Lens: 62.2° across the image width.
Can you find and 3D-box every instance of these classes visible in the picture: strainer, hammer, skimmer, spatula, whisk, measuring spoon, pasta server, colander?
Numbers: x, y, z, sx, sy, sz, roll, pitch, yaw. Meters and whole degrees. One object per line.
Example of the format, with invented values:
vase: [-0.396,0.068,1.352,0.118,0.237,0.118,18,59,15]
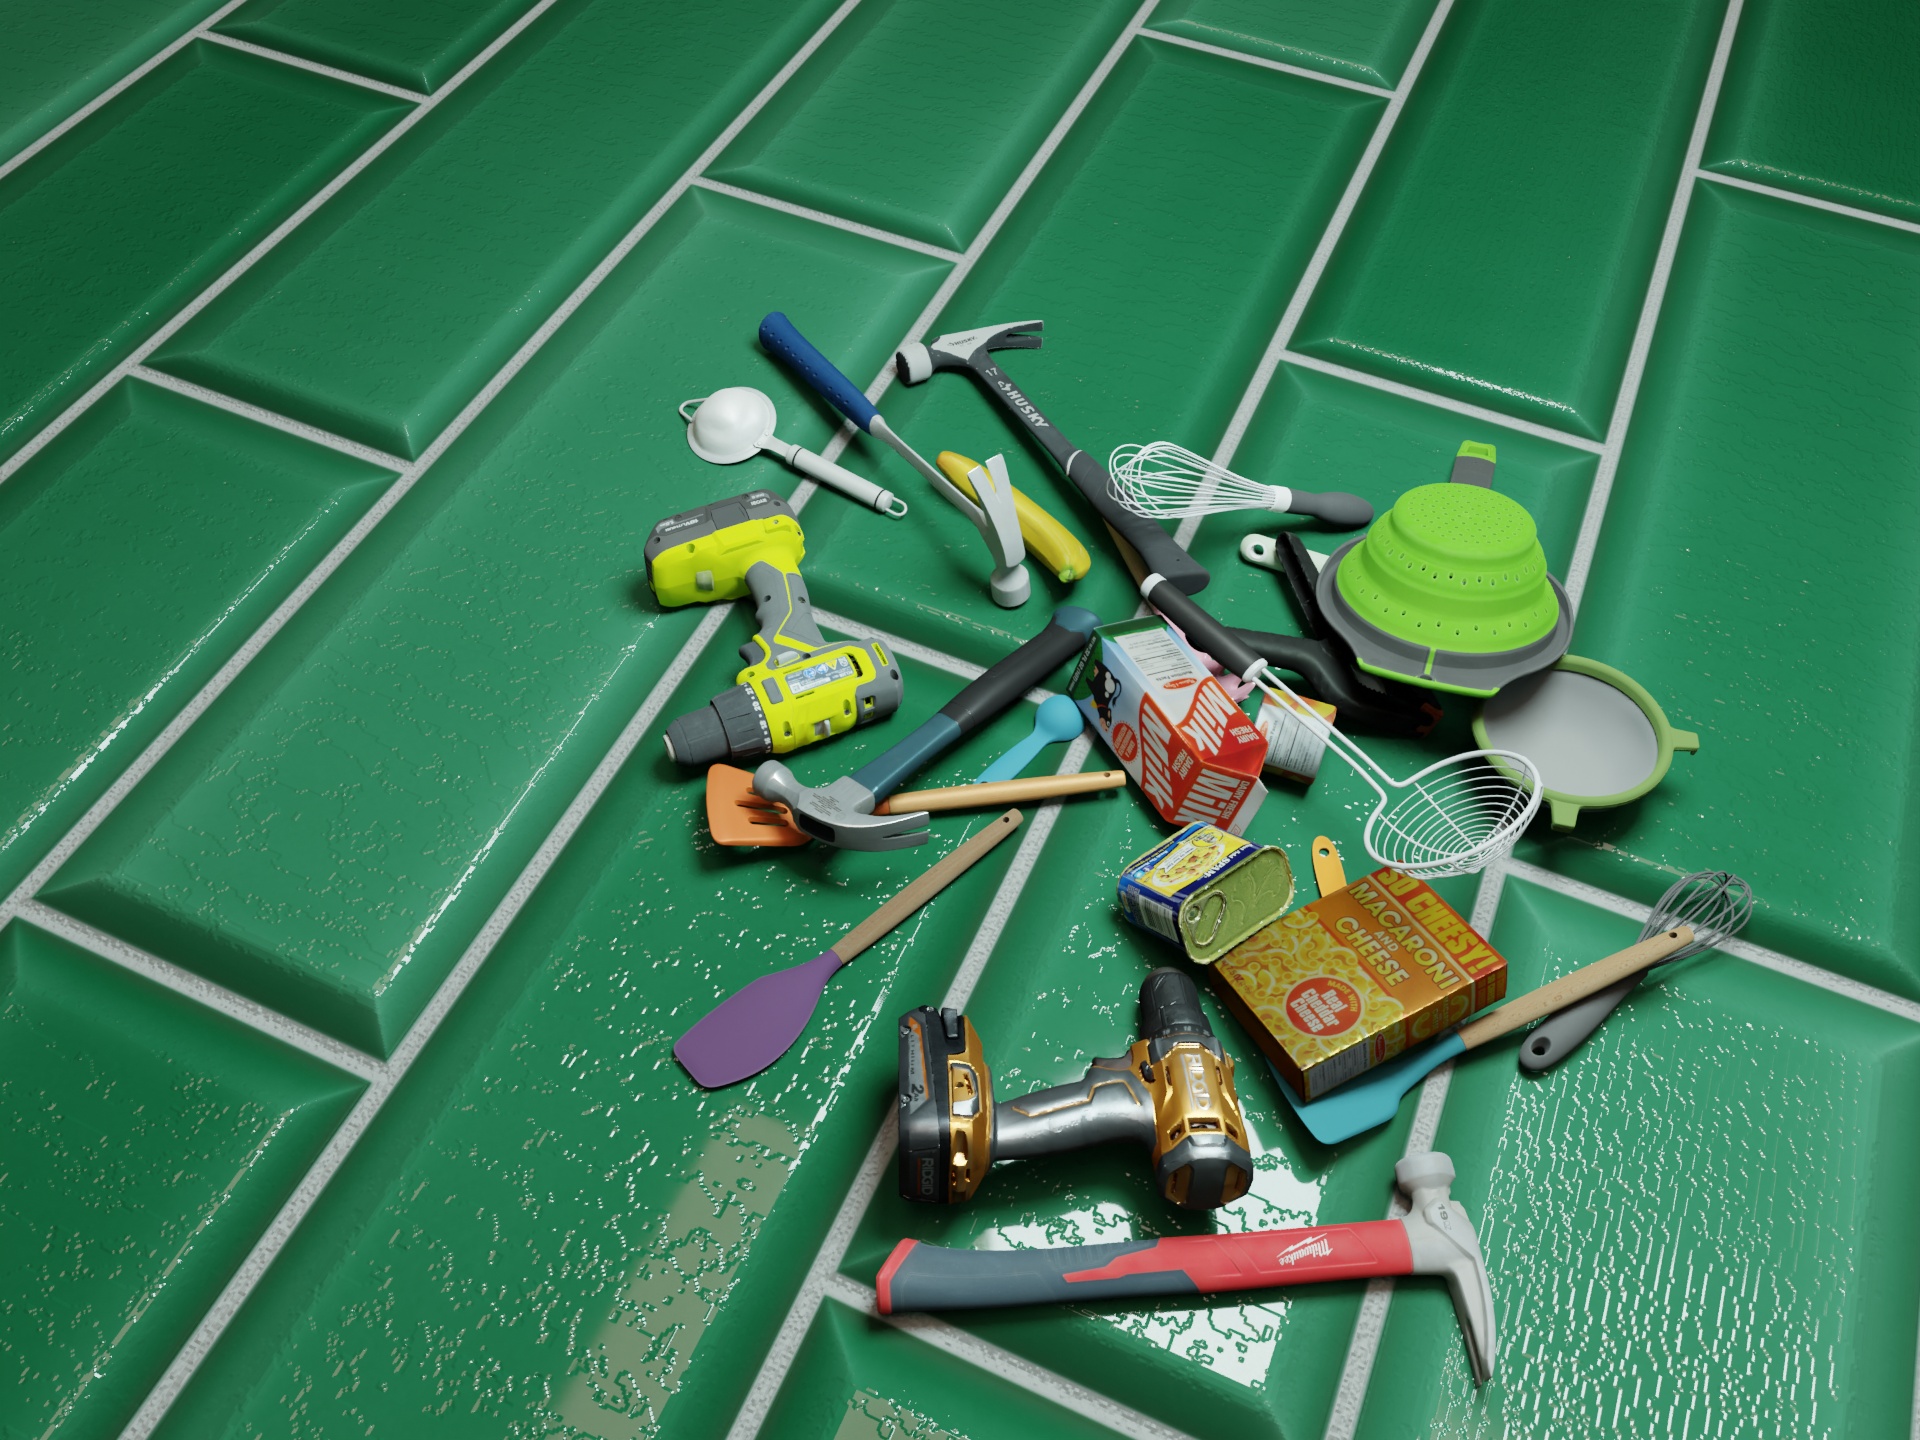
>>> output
strainer: [-0.158,-0.248,1.458,0.258,0.050,0.087,29,73,15]
hammer: [0.098,-0.244,1.442,0.149,0.036,0.409,-22,51,-19]
skimmer: [0.261,-0.016,1.175,0.127,0.090,0.364,-38,60,-12]
spatula: [0.371,0.208,1.107,0.317,0.044,0.082,-24,42,-5]
spatula: [-0.031,0.057,1.226,0.322,0.041,0.081,-6,46,-5]
whisk: [0.490,0.181,1.153,0.239,0.055,0.055,-34,61,-19]
whisk: [0.247,-0.196,1.374,0.284,0.070,0.070,3,49,-29]
spatula: [-0.070,0.160,1.166,0.316,0.018,0.060,-37,62,-24]
measuring spoon: [0.283,0.137,1.201,0.021,0.011,0.117,-6,50,3]
pasta server: [0.165,-0.124,1.374,0.060,0.040,0.317,-1,49,-27]
whisk: [0.360,-0.117,1.374,0.246,0.057,0.059,20,21,16]
hammer: [0.140,0.361,1.009,0.386,0.038,0.143,-3,55,-4]
colander: [0.421,-0.172,1.331,0.204,0.094,0.397,14,40,15]
hammer: [-0.069,-0.264,1.430,0.035,0.143,0.406,-32,53,-16]
hammer: [-0.002,-0.004,1.253,0.128,0.033,0.331,32,50,27]
measuring spoon: [0.052,0.020,1.272,0.042,0.021,0.128,37,61,23]
measuring spoon: [0.332,-0.055,1.345,0.034,0.018,0.124,-10,61,-12]
strainer: [0.444,-0.009,1.280,0.151,0.069,0.257,-27,54,-19]

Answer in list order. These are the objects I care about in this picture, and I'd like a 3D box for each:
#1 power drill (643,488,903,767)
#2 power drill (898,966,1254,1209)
power drill: [-0.175,-0.070,1.300,0.190,0.080,0.229,-20,59,-16]
power drill: [0.071,0.238,1.065,0.226,0.084,0.186,0,35,-2]
